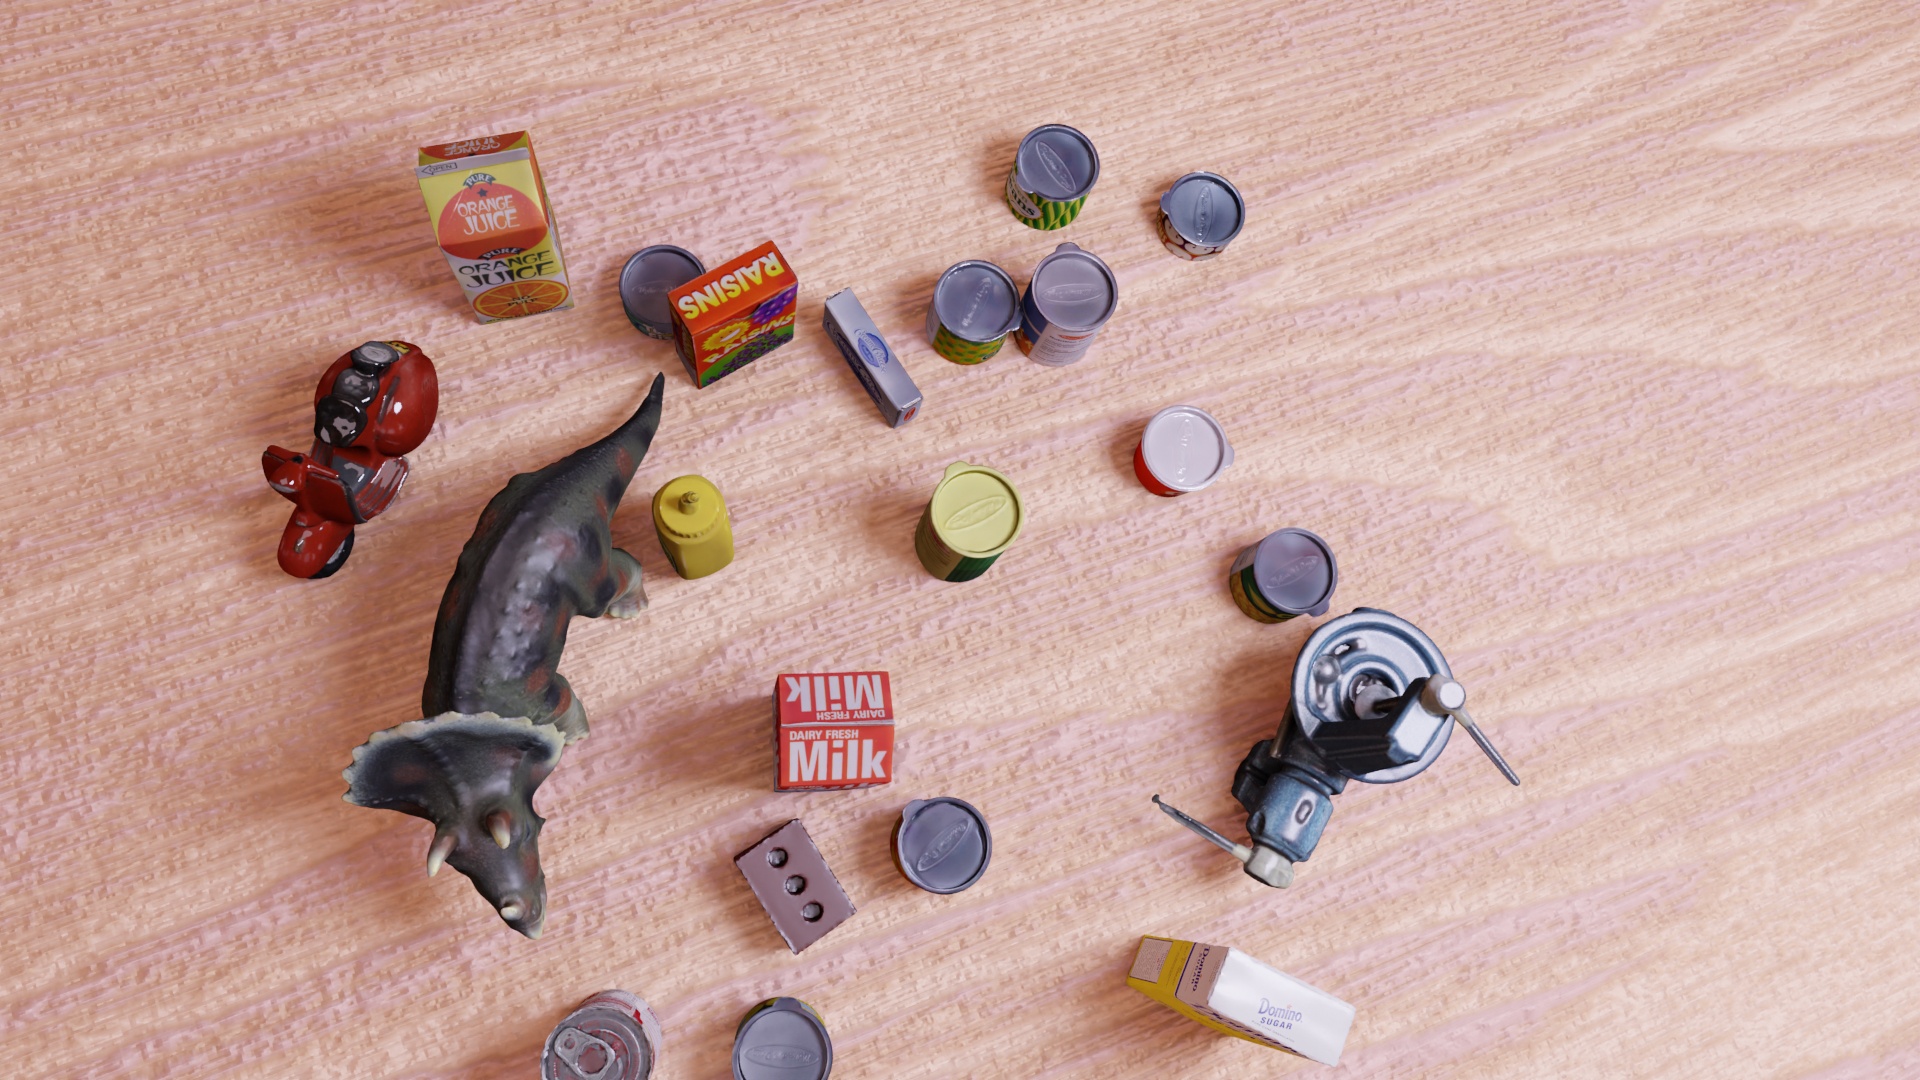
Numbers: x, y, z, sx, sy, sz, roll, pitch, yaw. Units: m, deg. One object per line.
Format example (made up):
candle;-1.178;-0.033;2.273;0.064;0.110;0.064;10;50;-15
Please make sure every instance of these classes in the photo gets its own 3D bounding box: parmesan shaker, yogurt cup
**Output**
parmesan shaker;0.004;-0.013;1.011;0.071;0.103;0.071;2;78;-8
yogurt cup;0.167;-0.065;1.073;0.072;0.054;0.072;2;78;-8

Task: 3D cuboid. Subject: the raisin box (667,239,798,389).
raisin box;-0.164;-0.161;1.008;0.086;0.123;0.040;-30;84;-13

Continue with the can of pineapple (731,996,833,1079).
can of pineapple;-0.120;0.343;0.938;0.071;0.057;0.071;2;78;-8

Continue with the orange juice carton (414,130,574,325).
orange juice carton;-0.320;-0.221;0.961;0.072;0.192;0.073;-13;81;-11

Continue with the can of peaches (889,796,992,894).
can of peaches;-0.016;0.213;0.982;0.071;0.058;0.071;2;78;-8

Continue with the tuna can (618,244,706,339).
tuna can;-0.223;-0.185;1.050;0.071;0.032;0.071;2;78;-8

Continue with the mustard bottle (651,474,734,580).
mustard bottle;-0.185;-0.015;0.953;0.049;0.160;0.065;-24;83;-12

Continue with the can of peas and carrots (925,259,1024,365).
can of peas and carrots;0.011;-0.174;1.070;0.071;0.058;0.071;2;78;-8

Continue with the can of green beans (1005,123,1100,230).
can of green beans;0.072;-0.288;1.105;0.071;0.057;0.071;2;78;-8

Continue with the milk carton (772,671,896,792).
milk carton;-0.087;0.128;0.922;0.072;0.190;0.073;-1;79;-9

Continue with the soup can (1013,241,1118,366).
soup can;0.079;-0.180;1.069;0.071;0.083;0.071;2;78;-8

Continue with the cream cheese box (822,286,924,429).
cream cheese box;-0.068;-0.137;1.053;0.024;0.053;0.104;-33;85;-13

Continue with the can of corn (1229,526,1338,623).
can of corn;0.247;0.030;1.063;0.071;0.058;0.071;2;78;-8

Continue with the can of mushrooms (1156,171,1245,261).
can of mushrooms;0.193;-0.264;1.131;0.071;0.033;0.071;2;78;-8
